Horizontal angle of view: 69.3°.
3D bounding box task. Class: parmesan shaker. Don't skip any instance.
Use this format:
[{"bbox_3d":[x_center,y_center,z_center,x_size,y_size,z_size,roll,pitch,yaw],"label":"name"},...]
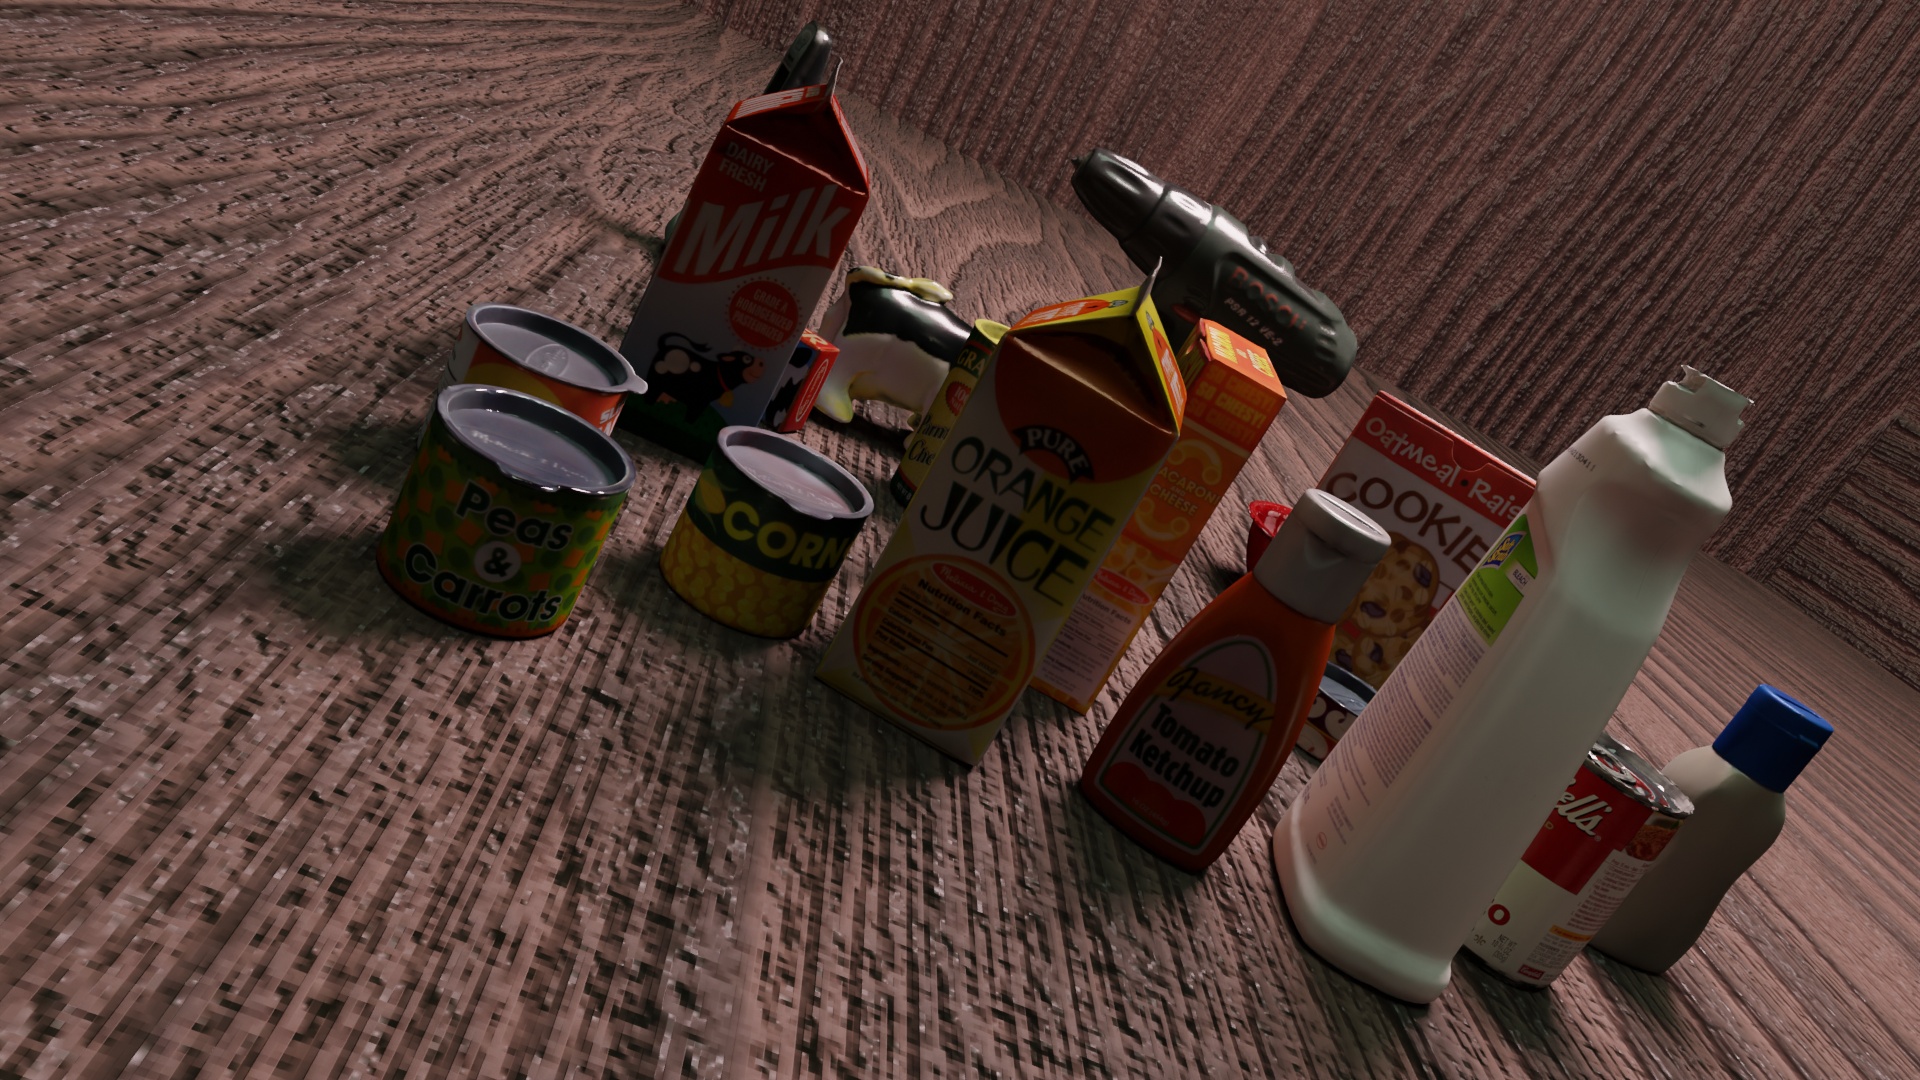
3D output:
[{"bbox_3d":[0.015,-0.057,0.748,0.071,0.102,0.071,26,18,-9],"label":"parmesan shaker"}]

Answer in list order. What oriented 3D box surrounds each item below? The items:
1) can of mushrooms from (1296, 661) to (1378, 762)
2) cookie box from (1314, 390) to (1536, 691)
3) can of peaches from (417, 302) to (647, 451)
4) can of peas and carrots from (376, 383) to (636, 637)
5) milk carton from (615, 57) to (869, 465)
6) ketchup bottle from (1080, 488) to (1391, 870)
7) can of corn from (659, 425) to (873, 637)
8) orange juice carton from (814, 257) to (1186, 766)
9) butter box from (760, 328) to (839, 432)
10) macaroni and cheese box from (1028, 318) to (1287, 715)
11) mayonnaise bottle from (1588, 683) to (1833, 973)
[{"bbox_3d":[0.197,0.091,0.739,0.071,0.033,0.071,26,19,-9],"label":"can of mushrooms"},{"bbox_3d":[0.250,0.016,0.800,0.123,0.167,0.040,35,19,16],"label":"cookie box"},{"bbox_3d":[-0.165,-0.049,0.535,0.071,0.058,0.071,26,18,-9],"label":"can of peaches"},{"bbox_3d":[-0.148,-0.009,0.453,0.071,0.058,0.071,26,18,-9],"label":"can of peas and carrots"},{"bbox_3d":[-0.098,-0.135,0.649,0.073,0.190,0.072,25,19,-15],"label":"milk carton"},{"bbox_3d":[0.108,0.051,0.530,0.065,0.148,0.043,35,19,15],"label":"ketchup bottle"},{"bbox_3d":[-0.076,-0.002,0.542,0.071,0.058,0.071,26,18,-9],"label":"can of corn"},{"bbox_3d":[0.026,-0.019,0.524,0.073,0.192,0.072,30,18,2],"label":"orange juice carton"},{"bbox_3d":[-0.121,-0.108,0.761,0.103,0.053,0.024,35,19,17],"label":"butter box"},{"bbox_3d":[0.086,-0.017,0.647,0.040,0.166,0.124,29,18,-2],"label":"macaroni and cheese box"},{"bbox_3d":[0.355,0.138,0.667,0.065,0.147,0.041,26,18,-12],"label":"mayonnaise bottle"}]
